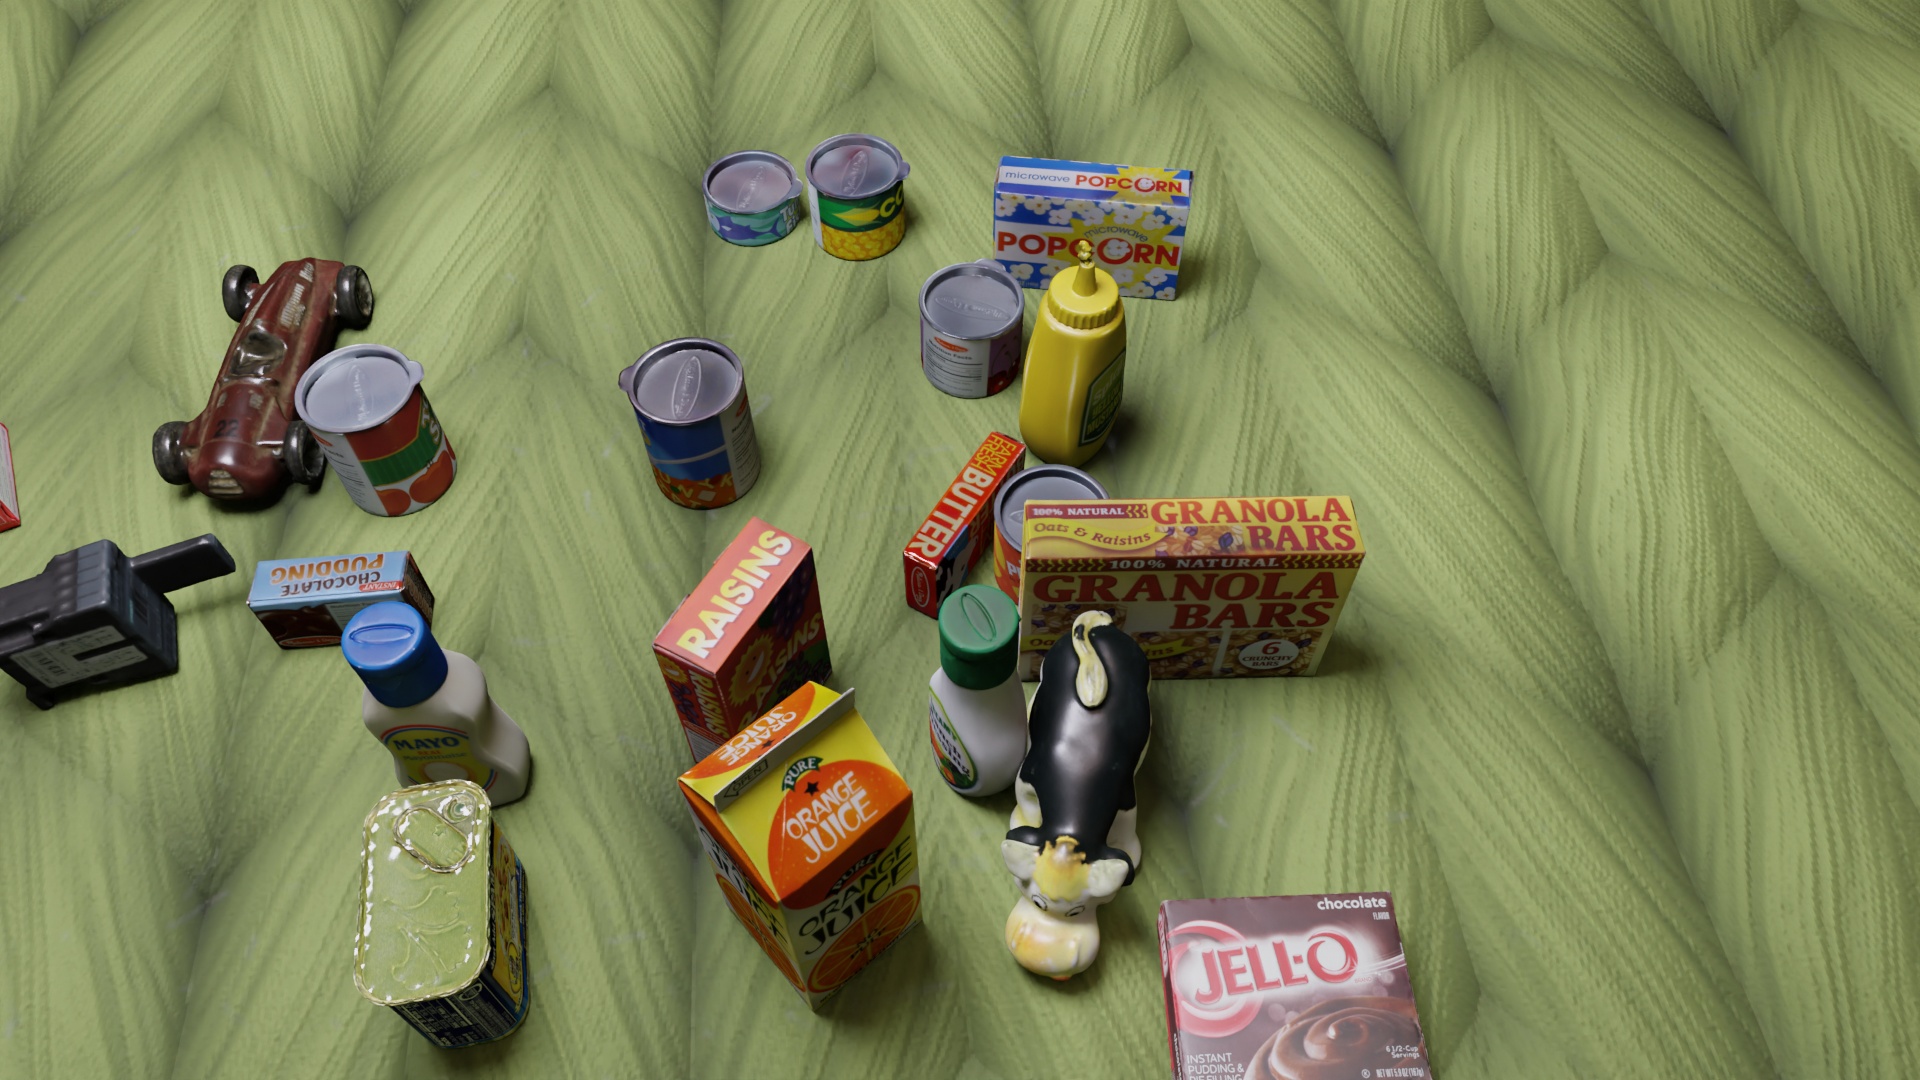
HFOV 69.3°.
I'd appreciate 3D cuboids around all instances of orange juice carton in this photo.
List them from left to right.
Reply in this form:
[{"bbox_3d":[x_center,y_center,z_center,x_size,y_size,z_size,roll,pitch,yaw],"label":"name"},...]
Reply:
[{"bbox_3d":[-0.068,0.131,0.615,0.072,0.191,0.073,-36,62,-22],"label":"orange juice carton"}]

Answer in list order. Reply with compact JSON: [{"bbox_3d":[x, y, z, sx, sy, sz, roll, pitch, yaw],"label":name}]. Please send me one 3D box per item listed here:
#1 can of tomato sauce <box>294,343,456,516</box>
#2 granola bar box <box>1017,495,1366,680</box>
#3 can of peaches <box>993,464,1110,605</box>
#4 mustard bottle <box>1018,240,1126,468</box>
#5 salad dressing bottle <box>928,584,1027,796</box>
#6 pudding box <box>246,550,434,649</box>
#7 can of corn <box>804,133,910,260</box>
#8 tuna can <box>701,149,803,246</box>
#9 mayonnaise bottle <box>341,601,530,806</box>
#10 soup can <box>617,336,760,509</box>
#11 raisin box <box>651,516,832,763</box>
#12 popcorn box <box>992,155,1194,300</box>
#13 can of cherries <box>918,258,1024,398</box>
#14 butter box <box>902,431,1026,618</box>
[{"bbox_3d":[-0.341,-0.065,0.820,0.071,0.082,0.071,0,55,0],"label":"can of tomato sauce"},{"bbox_3d":[0.114,0.027,0.730,0.166,0.123,0.039,-1,55,-1],"label":"granola bar box"},{"bbox_3d":[0.051,0.002,0.788,0.071,0.057,0.071,0,55,0],"label":"can of peaches"},{"bbox_3d":[0.068,-0.109,0.804,0.049,0.159,0.065,31,61,20],"label":"mustard bottle"},{"bbox_3d":[0.009,0.075,0.682,0.044,0.147,0.064,-22,58,-15],"label":"salad dressing bottle"},{"bbox_3d":[-0.343,0.033,0.771,0.084,0.049,0.030,-5,55,-3],"label":"pudding box"},{"bbox_3d":[-0.069,-0.235,0.956,0.071,0.058,0.071,0,55,0],"label":"can of corn"},{"bbox_3d":[-0.144,-0.240,0.974,0.071,0.032,0.071,0,55,0],"label":"tuna can"},{"bbox_3d":[-0.257,0.084,0.676,0.065,0.147,0.041,-3,55,-2],"label":"mayonnaise bottle"},{"bbox_3d":[-0.159,-0.069,0.822,0.071,0.083,0.072,0,55,0],"label":"soup can"},{"bbox_3d":[-0.107,0.059,0.708,0.040,0.122,0.086,25,59,17],"label":"raisin box"},{"bbox_3d":[0.085,-0.206,0.918,0.127,0.084,0.038,6,55,4],"label":"popcorn box"},{"bbox_3d":[0.009,-0.135,0.885,0.071,0.058,0.072,0,55,0],"label":"can of cherries"},{"bbox_3d":[0.003,-0.010,0.800,0.024,0.052,0.104,25,59,17],"label":"butter box"}]
